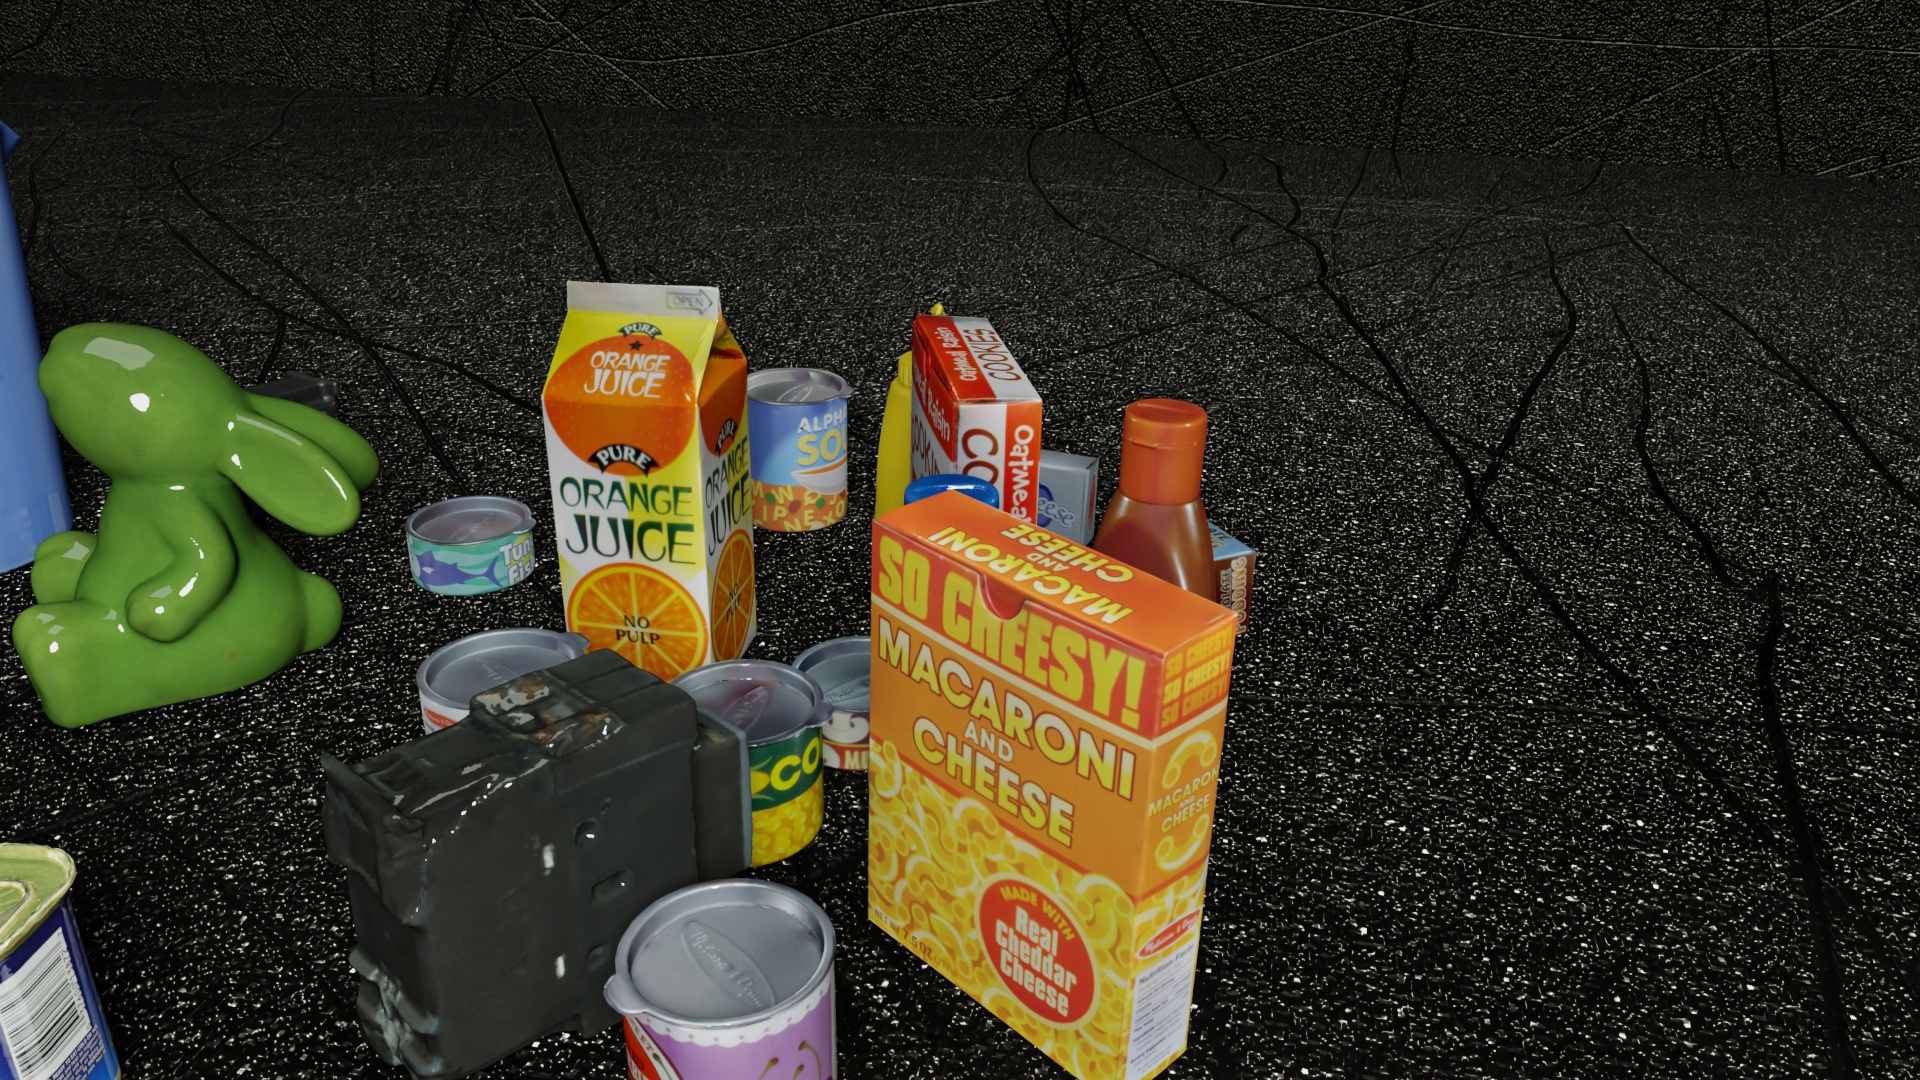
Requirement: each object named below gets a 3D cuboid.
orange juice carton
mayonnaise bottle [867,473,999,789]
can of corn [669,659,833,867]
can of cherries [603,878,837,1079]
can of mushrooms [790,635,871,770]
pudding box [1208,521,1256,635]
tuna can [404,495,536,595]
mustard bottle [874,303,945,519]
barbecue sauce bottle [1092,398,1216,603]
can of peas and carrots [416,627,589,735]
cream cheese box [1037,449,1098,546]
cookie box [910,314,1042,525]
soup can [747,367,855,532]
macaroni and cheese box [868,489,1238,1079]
[{"bbox_3d":[-0.142,-0.026,0.648,0.072,0.191,0.073,5,25,8],"label":"orange juice carton"},{"bbox_3d":[-0.005,0.048,0.551,0.065,0.147,0.041,-2,25,-8],"label":"mayonnaise bottle"},{"bbox_3d":[-0.086,0.090,0.561,0.071,0.058,0.071,1,25,-1],"label":"can of corn"},{"bbox_3d":[-0.074,0.150,0.432,0.071,0.058,0.072,1,25,-1],"label":"can of cherries"},{"bbox_3d":[-0.043,0.074,0.628,0.071,0.033,0.071,1,25,-1],"label":"can of mushrooms"},{"bbox_3d":[0.122,0.013,0.749,0.030,0.049,0.084,-10,27,-24],"label":"pudding box"},{"bbox_3d":[-0.268,0.002,0.769,0.071,0.032,0.071,1,25,-1],"label":"tuna can"},{"bbox_3d":[-0.013,-0.052,0.751,0.065,0.159,0.049,-20,32,-39],"label":"mustard bottle"},{"bbox_3d":[0.088,0.011,0.636,0.065,0.147,0.044,17,29,31],"label":"barbecue sauce bottle"},{"bbox_3d":[-0.187,0.076,0.583,0.071,0.058,0.071,1,25,-1],"label":"can of peas and carrots"},{"bbox_3d":[0.029,-0.029,0.832,0.104,0.053,0.024,11,26,19],"label":"cream cheese box"},{"bbox_3d":[0.002,-0.008,0.649,0.040,0.166,0.123,-3,25,-10],"label":"cookie box"},{"bbox_3d":[-0.099,-0.055,0.843,0.071,0.083,0.071,1,25,-1],"label":"soup can"},{"bbox_3d":[0.023,0.082,0.457,0.040,0.165,0.124,-21,33,-40],"label":"macaroni and cheese box"}]
